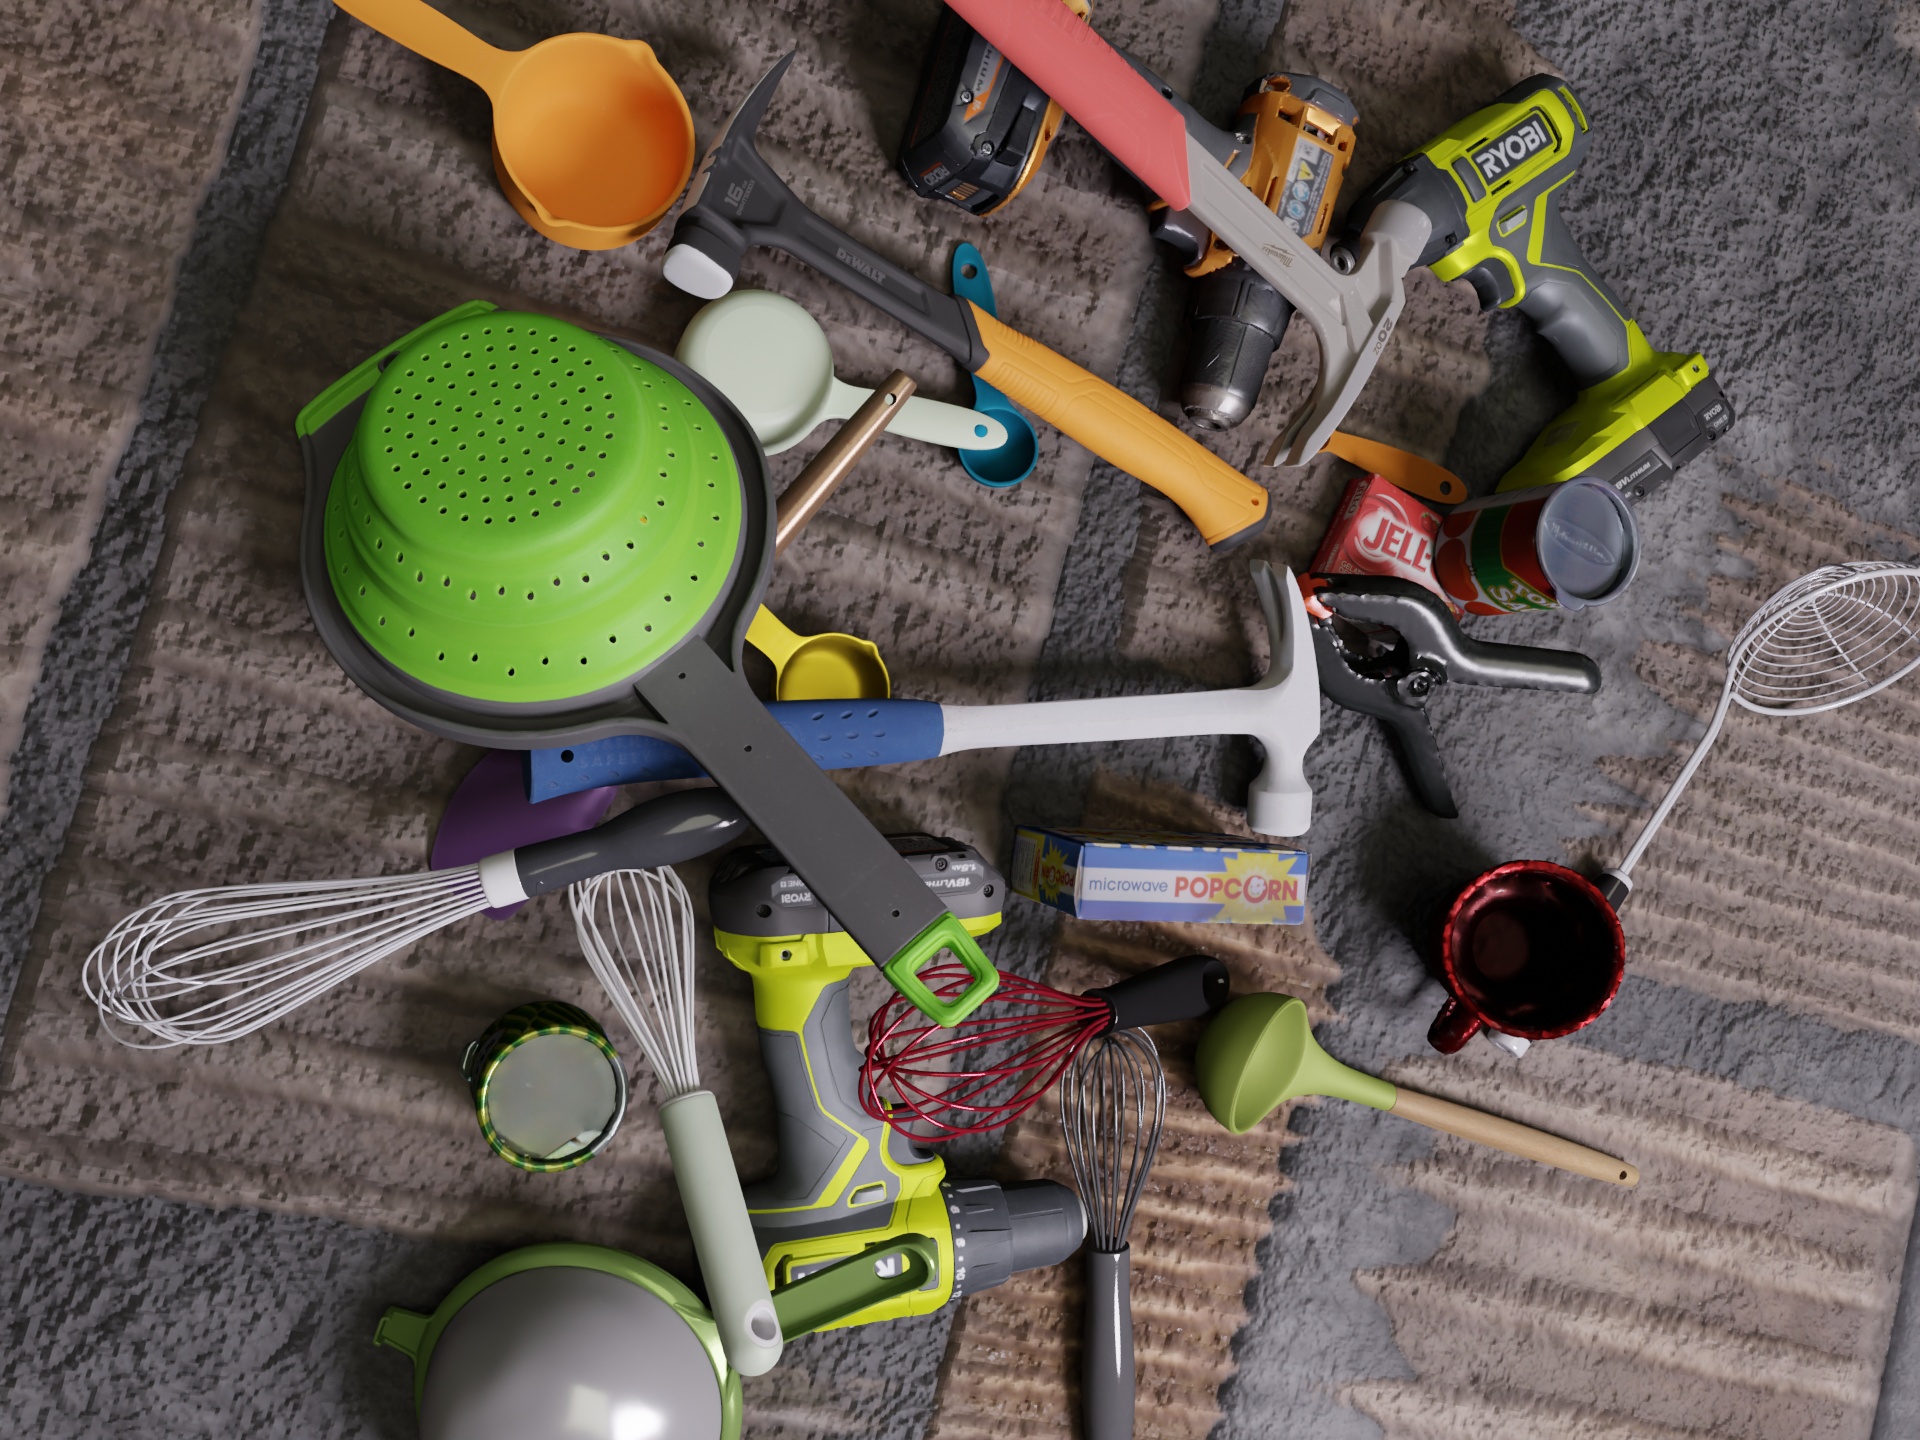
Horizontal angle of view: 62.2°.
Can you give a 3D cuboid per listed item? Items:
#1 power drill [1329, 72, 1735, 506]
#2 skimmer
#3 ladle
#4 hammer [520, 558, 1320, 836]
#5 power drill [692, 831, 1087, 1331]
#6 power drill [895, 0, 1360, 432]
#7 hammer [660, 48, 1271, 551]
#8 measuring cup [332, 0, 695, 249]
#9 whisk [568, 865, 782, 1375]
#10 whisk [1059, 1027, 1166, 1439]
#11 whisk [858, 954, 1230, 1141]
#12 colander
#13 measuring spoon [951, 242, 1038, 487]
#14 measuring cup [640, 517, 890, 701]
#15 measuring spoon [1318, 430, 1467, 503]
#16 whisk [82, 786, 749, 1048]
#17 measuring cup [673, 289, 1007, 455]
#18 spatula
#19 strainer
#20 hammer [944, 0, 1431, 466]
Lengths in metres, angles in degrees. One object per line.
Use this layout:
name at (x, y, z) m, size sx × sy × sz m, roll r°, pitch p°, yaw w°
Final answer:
power drill at (0.314, -0.223, 0.884) m, size 0.171 × 0.080 × 0.223 m, roll -36°, pitch 97°, yaw -17°
skimmer at (0.438, 0.056, 0.919) m, size 0.363 × 0.090 × 0.127 m, roll -52°, pitch 137°, yaw -10°
ladle at (0.264, 0.220, 0.878) m, size 0.320 × 0.062 × 0.078 m, roll 21°, pitch 93°, yaw -21°
hammer at (-0.001, -0.002, 0.764) m, size 0.405 × 0.035 × 0.144 m, roll -3°, pitch 101°, yaw -22°
power drill at (-0.033, 0.173, 0.763) m, size 0.190 × 0.080 × 0.228 m, roll -3°, pitch 94°, yaw -18°
power drill at (0.086, -0.265, 0.803) m, size 0.226 × 0.084 × 0.185 m, roll 18°, pitch 86°, yaw -23°
hammer at (0.023, -0.184, 0.781) m, size 0.336 × 0.034 × 0.127 m, roll 28°, pitch 65°, yaw -23°
measuring cup at (-0.205, -0.279, 0.714) m, size 0.173 × 0.052 × 0.095 m, roll 27°, pitch 82°, yaw -15°
whisk at (-0.122, 0.159, 0.692) m, size 0.057 × 0.059 × 0.247 m, roll 5°, pitch 56°, yaw -48°
whisk at (0.079, 0.272, 0.820) m, size 0.055 × 0.055 × 0.239 m, roll -2°, pitch 95°, yaw -19°
whisk at (0.053, 0.138, 0.737) m, size 0.295 × 0.073 × 0.073 m, roll 1°, pitch 90°, yaw -54°
colander at (-0.125, -0.040, 0.635) m, size 0.204 × 0.094 × 0.397 m, roll -40°, pitch 76°, yaw -16°
measuring spoon at (0.010, -0.179, 0.811) m, size 0.042 × 0.021 × 0.129 m, roll -7°, pitch 84°, yaw -13°
measuring cup at (-0.101, -0.046, 0.764) m, size 0.156 × 0.029 × 0.062 m, roll 41°, pitch 78°, yaw -12°
measuring spoon at (0.237, -0.144, 0.891) m, size 0.116 × 0.011 × 0.021 m, roll 16°, pitch 85°, yaw -22°
whisk at (-0.226, 0.077, 0.679) m, size 0.284 × 0.070 × 0.070 m, roll -16°, pitch 96°, yaw -6°
measuring cup at (-0.054, -0.158, 0.763) m, size 0.167 × 0.038 × 0.083 m, roll 11°, pitch 84°, yaw -11°
spatula at (-0.129, -0.039, 0.728) m, size 0.059 × 0.018 × 0.316 m, roll 41°, pitch 91°, yaw -15°
strainer at (-0.127, 0.288, 0.682) m, size 0.256 × 0.069 × 0.151 m, roll -26°, pitch 95°, yaw 8°
hammer at (0.071, -0.273, 0.733) m, size 0.358 × 0.037 × 0.149 m, roll 33°, pitch 82°, yaw -26°
